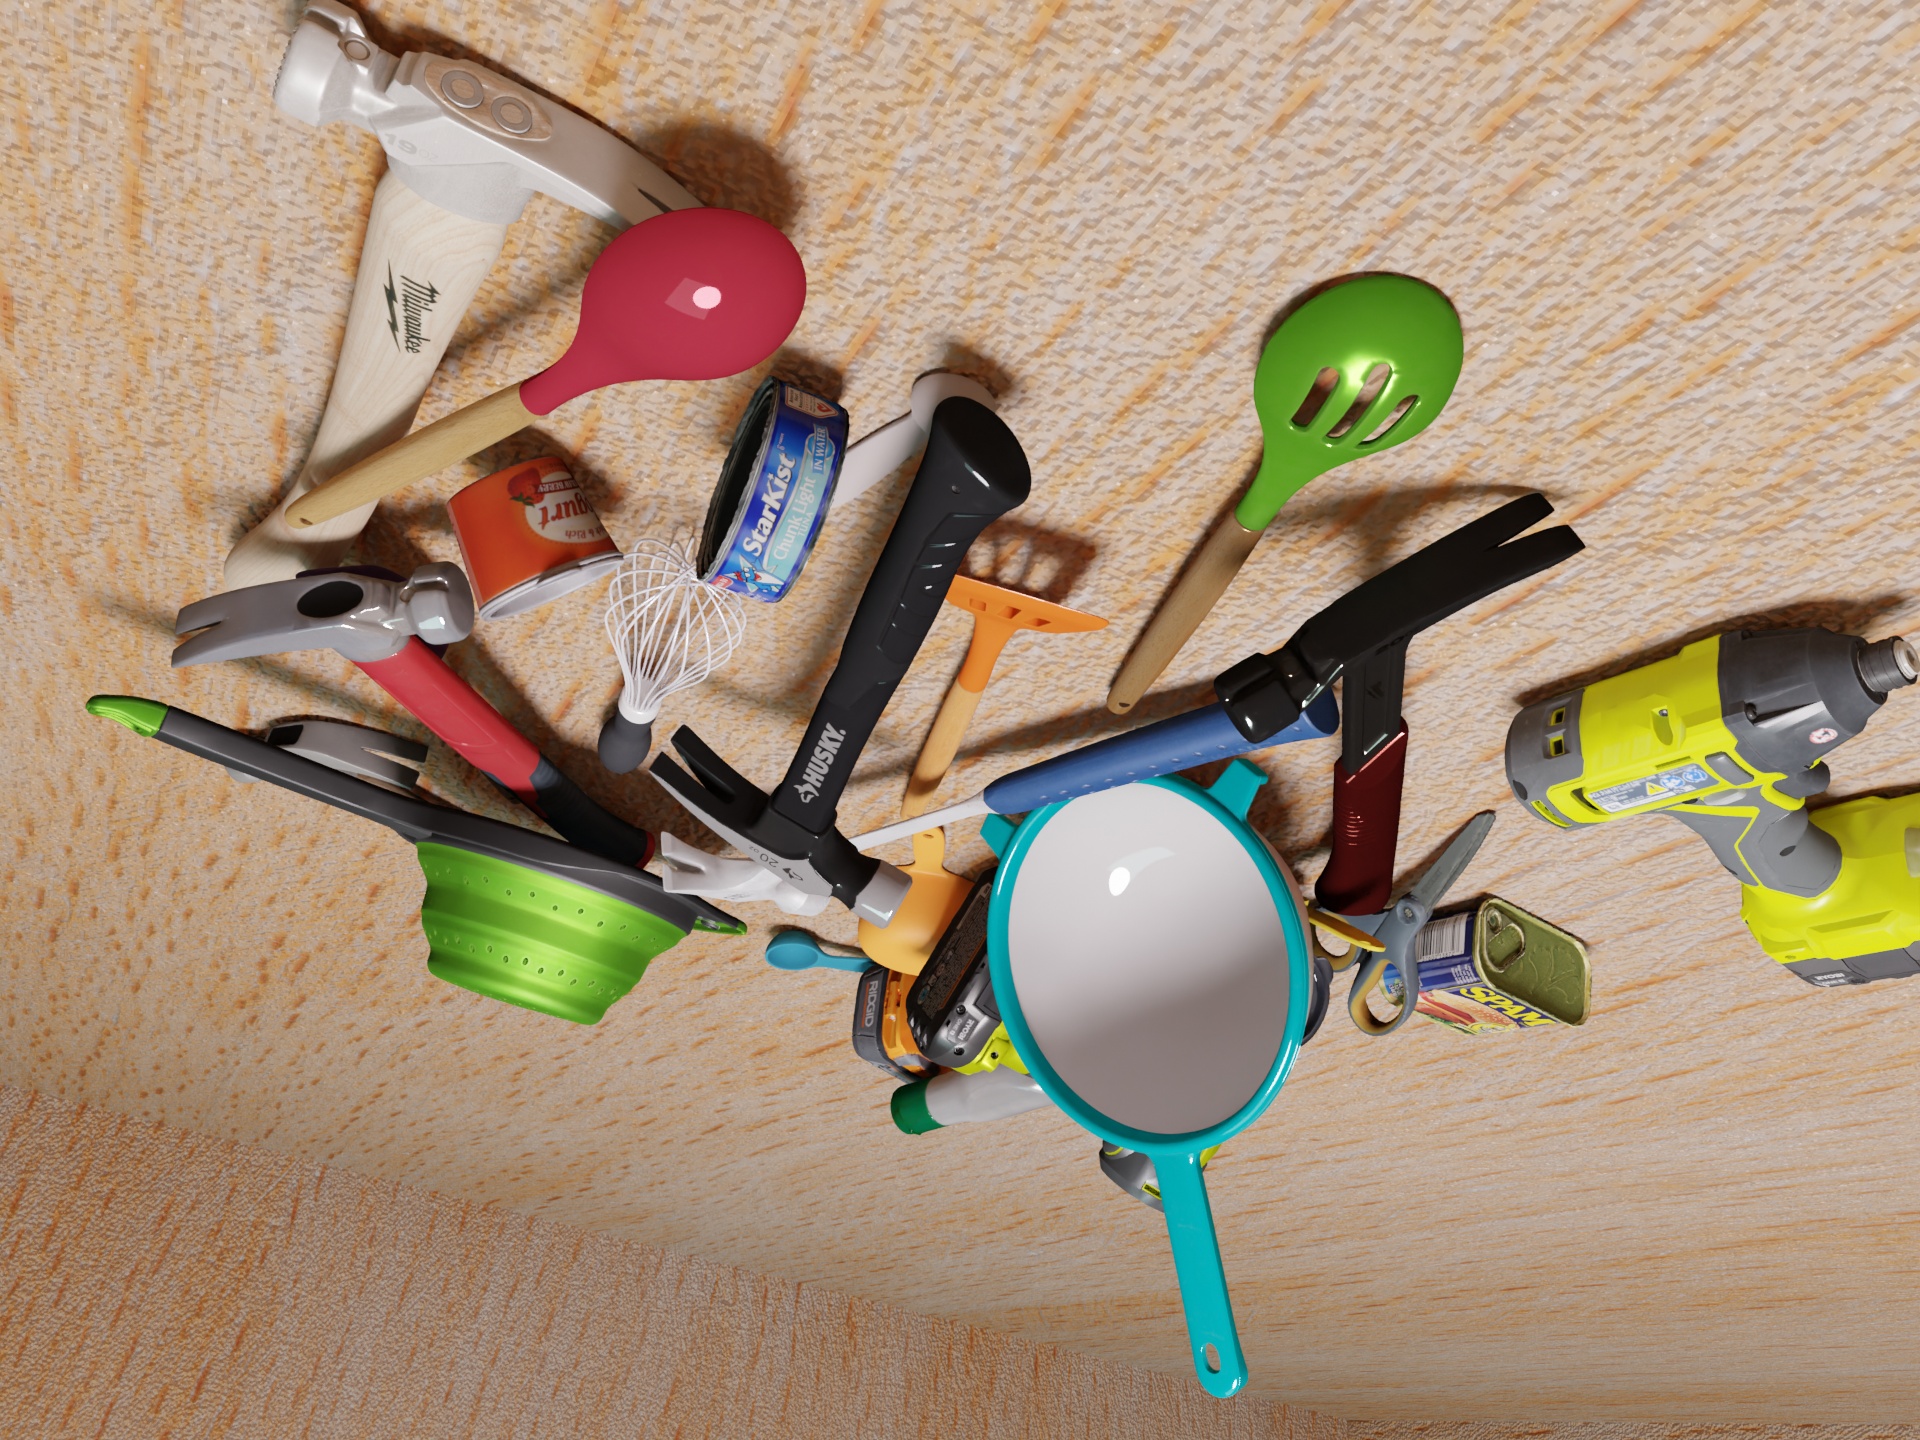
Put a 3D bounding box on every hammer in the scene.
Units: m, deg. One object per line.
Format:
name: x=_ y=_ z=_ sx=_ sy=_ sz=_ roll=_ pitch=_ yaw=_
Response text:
hammer: x=-0.244 y=-0.126 z=0.680 sx=0.146 sy=0.038 sz=0.410 roll=22 pitch=150 yaw=-23
hammer: x=0.008 y=0.045 z=0.860 sx=0.405 sy=0.035 sz=0.144 roll=-19 pitch=158 yaw=34
hammer: x=-0.337 y=0.088 z=1.113 sx=0.130 sy=0.031 sz=0.331 roll=-9 pitch=147 yaw=33
hammer: x=0.204 y=0.022 z=0.764 sx=0.149 sy=0.037 sz=0.358 roll=-29 pitch=154 yaw=0
hammer: x=-0.048 y=-0.021 z=0.711 sx=0.146 sy=0.035 sz=0.334 roll=31 pitch=142 yaw=1
hammer: x=-0.275 y=0.021 z=0.906 sx=0.143 sy=0.038 sz=0.386 roll=-8 pitch=156 yaw=6

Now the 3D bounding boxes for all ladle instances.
ladle: x=-0.179 y=-0.118 z=0.610 sx=0.315 sy=0.031 sz=0.069 roll=-13 pitch=147 yaw=39

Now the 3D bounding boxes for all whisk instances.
whisk: x=-0.163 y=-0.021 z=0.827 sx=0.070 sy=0.070 sz=0.284 roll=17 pitch=156 yaw=-13

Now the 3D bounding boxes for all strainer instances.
strainer: x=0.134 y=0.191 z=0.889 sx=0.211 sy=0.340 sz=0.095 roll=-15 pitch=173 yaw=42

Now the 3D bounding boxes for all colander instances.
colander: x=-0.324 y=0.098 z=0.943 sx=0.396 sy=0.094 sz=0.204 roll=27 pitch=162 yaw=-29

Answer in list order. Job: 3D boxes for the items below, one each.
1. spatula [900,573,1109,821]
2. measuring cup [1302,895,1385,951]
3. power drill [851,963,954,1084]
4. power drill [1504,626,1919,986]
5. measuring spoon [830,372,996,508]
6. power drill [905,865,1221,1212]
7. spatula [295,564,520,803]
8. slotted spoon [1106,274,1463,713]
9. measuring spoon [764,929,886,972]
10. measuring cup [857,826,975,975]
spatula: x=-0.001 y=-0.003 z=0.819 sx=0.081 sy=0.041 sz=0.322 roll=16 pitch=153 yaw=-5
measuring cup: x=0.195 y=0.122 z=0.916 sx=0.062 sy=0.029 sz=0.157 roll=9 pitch=-176 yaw=-19
power drill: x=0.053 y=0.223 z=1.175 sx=0.226 sy=0.084 sz=0.164 roll=-15 pitch=143 yaw=30
power drill: x=0.387 y=0.038 z=0.725 sx=0.223 sy=0.080 sz=0.171 roll=30 pitch=147 yaw=-26
measuring spoon: x=-0.031 y=-0.107 z=0.658 sx=0.034 sy=0.018 sz=0.124 roll=27 pitch=149 yaw=-29
power drill: x=0.099 y=0.187 z=1.021 sx=0.228 sy=0.190 sz=0.080 roll=32 pitch=178 yaw=-19
spatula: x=-0.290 y=-0.011 z=0.899 sx=0.060 sy=0.018 sz=0.315 roll=-4 pitch=157 yaw=-2
slotted spoon: x=0.114 y=-0.072 z=0.667 sx=0.070 sy=0.031 sz=0.313 roll=14 pitch=153 yaw=-7
measuring spoon: x=-0.086 y=0.177 z=1.214 sx=0.128 sy=0.021 sz=0.042 roll=10 pitch=142 yaw=-17
measuring cup: x=-0.025 y=0.121 z=1.041 sx=0.095 sy=0.052 sz=0.173 roll=9 pitch=154 yaw=3
